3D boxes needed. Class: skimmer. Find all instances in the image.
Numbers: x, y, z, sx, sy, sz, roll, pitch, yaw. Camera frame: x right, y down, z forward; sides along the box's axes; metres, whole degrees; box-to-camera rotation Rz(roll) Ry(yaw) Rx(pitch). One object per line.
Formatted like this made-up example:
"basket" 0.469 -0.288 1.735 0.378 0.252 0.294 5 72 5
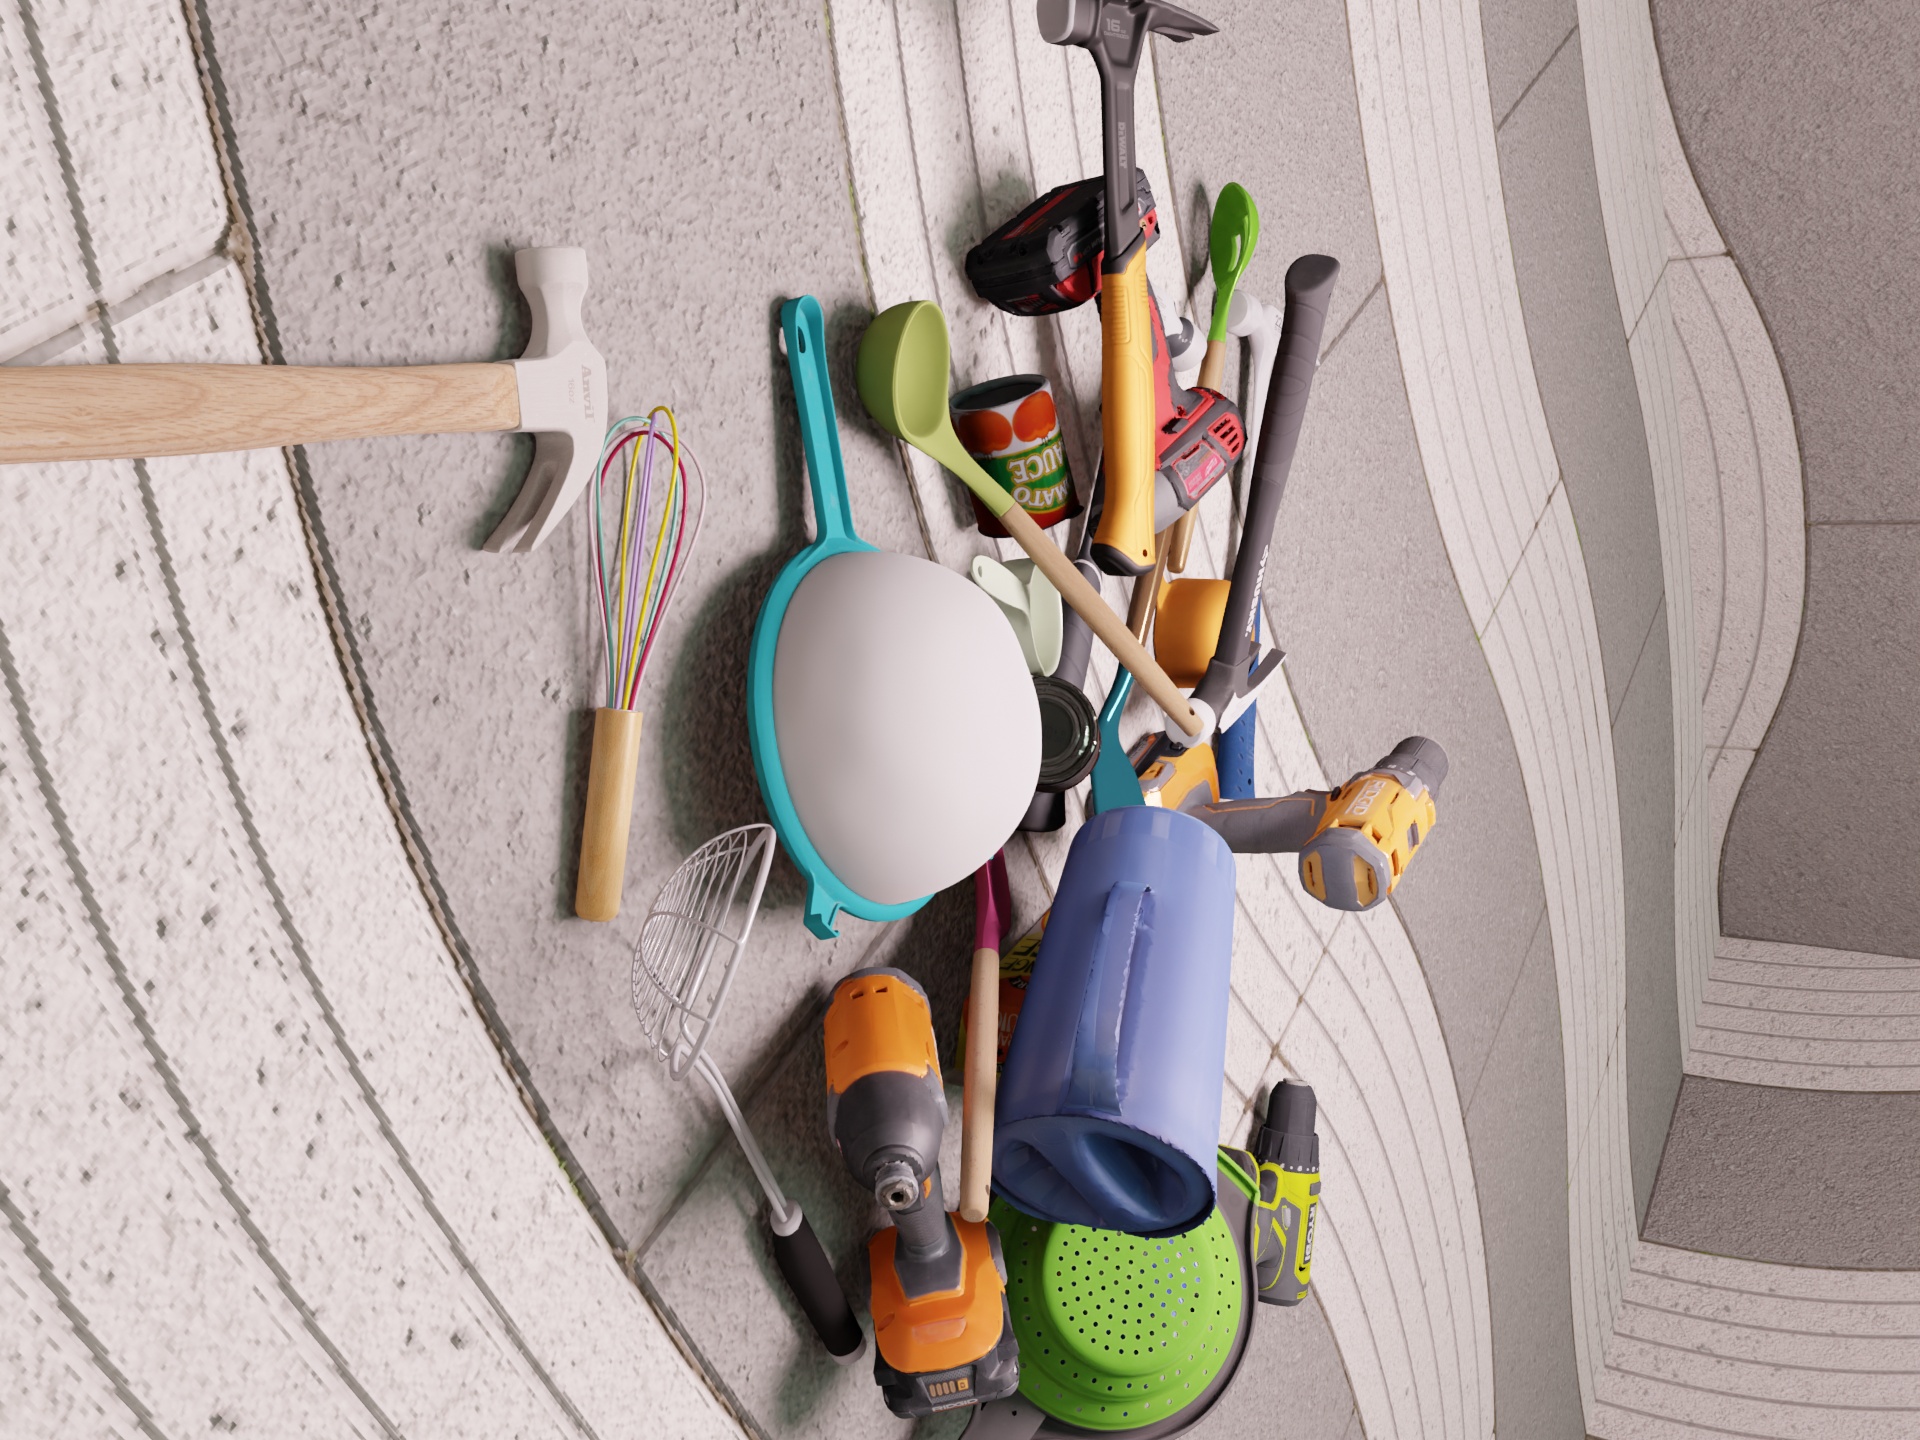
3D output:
"skimmer" -0.084 0.217 0.836 0.127 0.090 0.363 -86 162 -57

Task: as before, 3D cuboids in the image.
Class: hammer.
"hammer" -0.263 -0.116 0.598 0.331 0.031 0.130 -19 108 -53
"hammer" 0.242 -0.137 1.315 0.144 0.035 0.405 4 90 -55
"hammer" 0.212 -0.151 1.102 0.146 0.035 0.334 -32 136 -52
"hammer" 0.090 -0.120 1.101 0.149 0.036 0.409 28 71 -52
"hammer" 0.103 -0.255 0.953 0.127 0.034 0.337 -11 104 -40

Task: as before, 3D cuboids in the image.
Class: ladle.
"ladle" 0.052 -0.110 0.936 0.320 0.062 0.078 47 44 -17

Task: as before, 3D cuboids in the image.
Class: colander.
"colander" 0.047 0.409 0.970 0.397 0.204 0.094 -49 170 -20

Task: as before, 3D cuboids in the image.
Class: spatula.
"spatula" 0.133 -0.066 1.100 0.082 0.044 0.318 27 72 -47

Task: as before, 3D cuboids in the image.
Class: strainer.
"strainer" -0.027 -0.064 0.848 0.211 0.095 0.340 -17 99 -60

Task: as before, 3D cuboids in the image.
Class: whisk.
"whisk" -0.157 -0.027 0.748 0.051 0.047 0.245 4 94 -63

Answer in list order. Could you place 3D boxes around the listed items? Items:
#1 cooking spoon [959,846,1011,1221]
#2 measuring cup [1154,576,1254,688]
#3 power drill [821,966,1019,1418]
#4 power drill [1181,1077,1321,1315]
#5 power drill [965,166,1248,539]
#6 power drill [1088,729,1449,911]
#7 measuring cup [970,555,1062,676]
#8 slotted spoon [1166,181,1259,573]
"cooking spoon" 0.013 0.154 0.919 0.319 0.017 0.068 -86 160 -55
"measuring cup" 0.177 -0.094 1.210 0.095 0.052 0.173 -63 141 -30
"power drill" -0.026 0.271 0.875 0.164 0.084 0.226 -105 -176 -66
"power drill" 0.243 0.402 1.338 0.228 0.080 0.190 15 81 -57
"power drill" 0.099 -0.226 1.026 0.143 0.079 0.219 -45 121 -29
"power drill" 0.230 0.058 1.150 0.185 0.226 0.084 -40 125 -46
"measuring cup" 0.022 -0.073 0.976 0.167 0.038 0.083 24 65 -67
"slotted spoon" 0.188 -0.259 1.200 0.031 0.070 0.314 14 78 -13
